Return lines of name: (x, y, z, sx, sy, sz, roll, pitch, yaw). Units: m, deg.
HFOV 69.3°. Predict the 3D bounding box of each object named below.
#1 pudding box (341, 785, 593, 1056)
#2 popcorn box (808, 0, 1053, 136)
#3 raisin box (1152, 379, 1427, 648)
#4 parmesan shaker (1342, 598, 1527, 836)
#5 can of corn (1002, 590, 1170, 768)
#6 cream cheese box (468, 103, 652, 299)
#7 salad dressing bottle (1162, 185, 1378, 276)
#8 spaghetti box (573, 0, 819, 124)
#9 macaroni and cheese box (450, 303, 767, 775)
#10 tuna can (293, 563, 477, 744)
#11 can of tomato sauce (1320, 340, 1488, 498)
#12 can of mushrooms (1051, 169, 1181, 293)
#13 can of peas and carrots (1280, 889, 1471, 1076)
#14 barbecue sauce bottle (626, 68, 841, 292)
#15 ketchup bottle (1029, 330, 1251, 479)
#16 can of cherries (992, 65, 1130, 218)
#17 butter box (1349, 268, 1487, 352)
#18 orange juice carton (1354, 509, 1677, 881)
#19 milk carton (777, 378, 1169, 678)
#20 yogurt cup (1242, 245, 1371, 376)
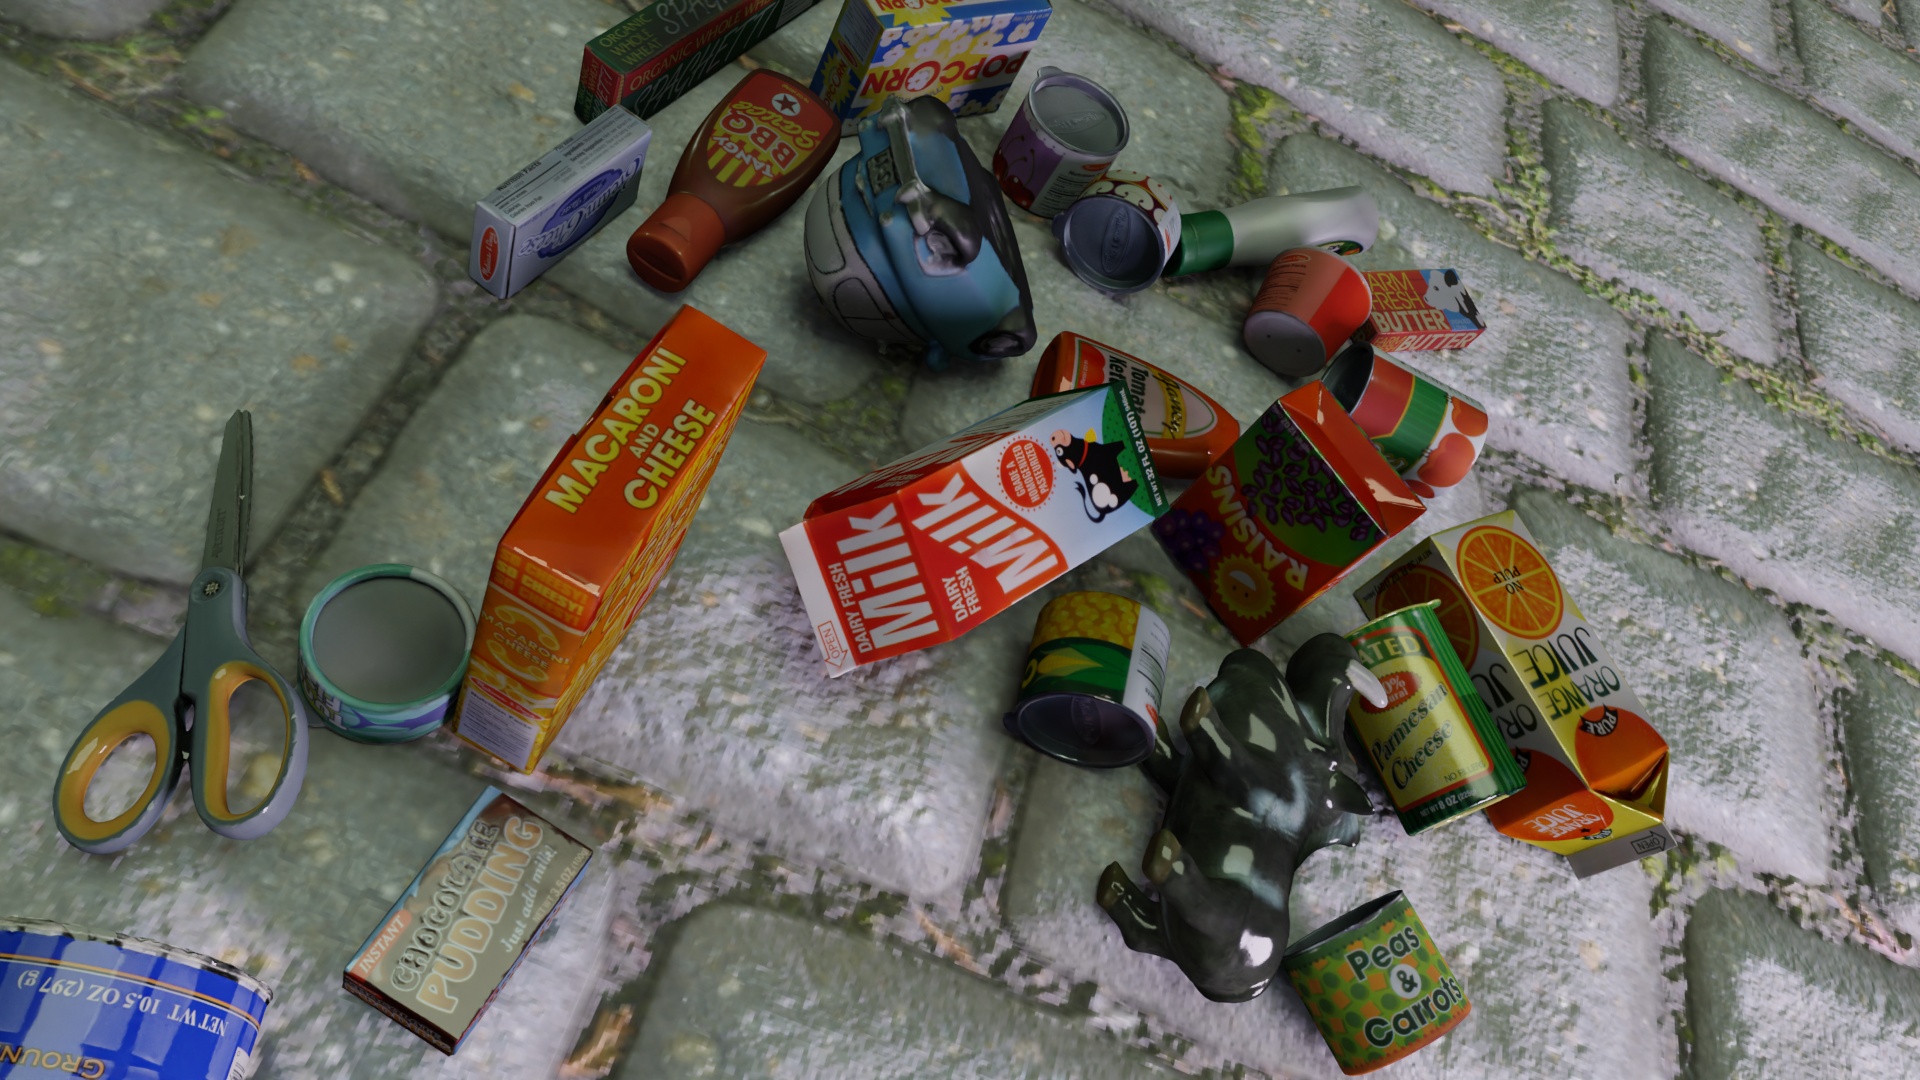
pudding box: (-0.181, 0.139, 0.515, 0.049, 0.030, 0.084, 34, 52, -2)
popcorn box: (-0.017, -0.288, 0.816, 0.127, 0.084, 0.038, -21, 73, -34)
raisin box: (0.163, -0.011, 0.710, 0.040, 0.122, 0.086, -28, 76, -36)
parmesan shaker: (0.239, 0.091, 0.716, 0.071, 0.071, 0.103, -11, 66, -30)
can of corn: (0.060, 0.065, 0.653, 0.071, 0.070, 0.058, 24, 53, -11)
cream cheese box: (-0.194, -0.167, 0.679, 0.024, 0.053, 0.104, 37, 52, 1)
salad dressing bottle: (0.192, -0.194, 0.877, 0.148, 0.064, 0.044, -13, 97, -22)
spaghetti box: (-0.128, -0.307, 0.798, 0.029, 0.050, 0.251, 38, 53, 2)
macaroni and cheese box: (-0.138, 0.004, 0.532, 0.040, 0.165, 0.124, 31, 53, -5)
tuna can: (-0.228, 0.045, 0.548, 0.071, 0.032, 0.071, 12, 56, -19)
can of tomato sauce: (0.258, -0.069, 0.826, 0.083, 0.071, 0.071, 25, 54, -12)
can of mushrooms: (0.092, -0.183, 0.816, 0.071, 0.070, 0.034, 35, 52, -2)
can of peas and carrots: (0.187, 0.199, 0.627, 0.071, 0.070, 0.059, -19, 71, -33)
barbecue sauce bottle: (-0.122, -0.188, 0.733, 0.065, 0.043, 0.149, 33, 53, -5)
ketchup bottle: (0.112, -0.063, 0.767, 0.149, 0.043, 0.065, 19, 59, -15)
can of cherries: (0.059, -0.240, 0.840, 0.071, 0.058, 0.072, 11, 58, -18)
butter box: (0.295, -0.152, 0.919, 0.104, 0.024, 0.053, -8, 64, -29)
orange juice carton: (0.305, 0.086, 0.750, 0.073, 0.071, 0.193, -15, 68, -31)
milk carton: (0.002, -0.008, 0.650, 0.191, 0.073, 0.072, -28, 104, -35)
yogurt cup: (0.208, -0.137, 0.844, 0.072, 0.072, 0.054, 37, 65, -1)
